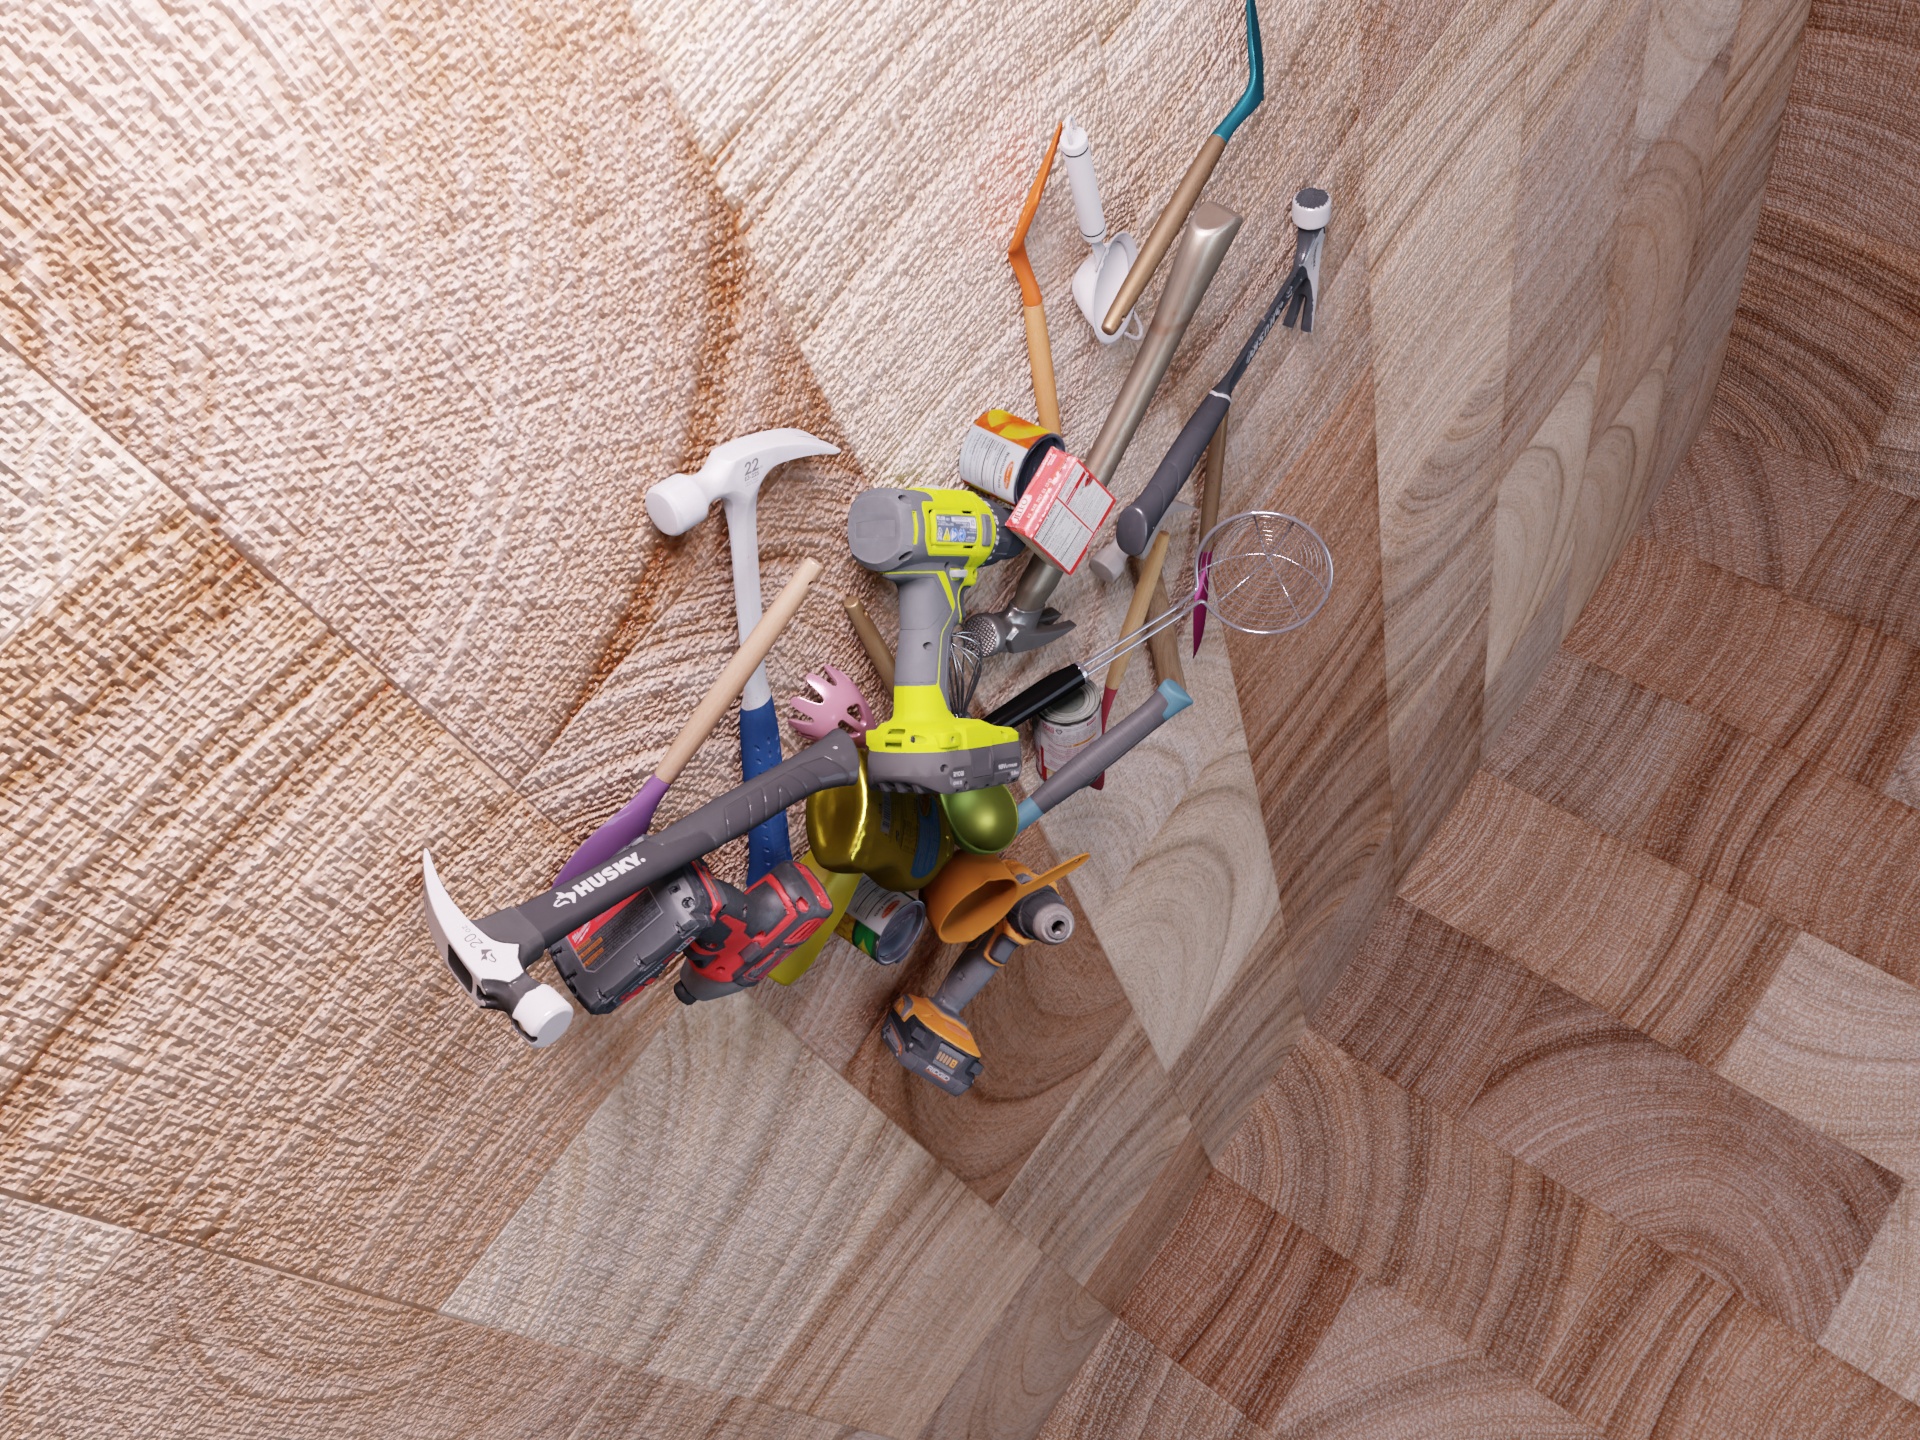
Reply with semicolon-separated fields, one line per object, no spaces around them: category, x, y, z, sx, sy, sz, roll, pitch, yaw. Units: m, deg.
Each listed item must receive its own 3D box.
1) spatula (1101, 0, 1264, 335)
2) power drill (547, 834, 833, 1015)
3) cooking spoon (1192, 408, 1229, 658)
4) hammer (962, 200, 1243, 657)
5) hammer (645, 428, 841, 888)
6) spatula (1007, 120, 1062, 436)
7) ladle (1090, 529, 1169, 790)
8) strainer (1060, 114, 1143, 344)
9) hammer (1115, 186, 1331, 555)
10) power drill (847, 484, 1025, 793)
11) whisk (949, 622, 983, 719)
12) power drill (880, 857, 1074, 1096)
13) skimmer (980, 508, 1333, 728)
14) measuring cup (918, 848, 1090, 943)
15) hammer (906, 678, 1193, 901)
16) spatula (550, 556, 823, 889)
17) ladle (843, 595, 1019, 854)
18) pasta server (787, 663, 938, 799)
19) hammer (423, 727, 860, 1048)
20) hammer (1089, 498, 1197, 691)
spatula;0.179;-0.432;1.239;0.317;0.044;0.082;-60;154;-12
power drill;-0.196;0.157;1.160;0.143;0.079;0.219;-40;158;11
cooking spoon;0.255;-0.198;1.636;0.069;0.017;0.318;-75;168;-50
hammer;0.131;-0.233;1.330;0.146;0.038;0.410;-17;140;-54
hammer;-0.143;-0.026;1.145;0.144;0.035;0.405;-38;145;-35
spatula;0.067;-0.302;1.218;0.322;0.041;0.081;75;27;-56
ladle;0.158;-0.054;1.566;0.031;0.069;0.315;-1;131;-18
strainer;0.099;-0.363;1.185;0.258;0.050;0.087;58;52;-67
hammer;0.243;-0.304;1.451;0.409;0.036;0.149;-57;156;-26
power drill;-0.006;-0.065;1.223;0.190;0.080;0.228;-7;96;-56
whisk;-0.002;-0.004;1.388;0.058;0.059;0.246;-13;146;-3
power drill;0.025;0.248;1.549;0.226;0.084;0.185;-57;-164;-3
skimmer;0.173;-0.071;1.462;0.363;0.090;0.127;-32;112;-11
measuring cup;0.039;0.142;1.473;0.173;0.052;0.095;-22;146;-28
hammer;0.083;0.071;1.506;0.331;0.033;0.128;-38;150;1
spatula;-0.189;0.019;1.078;0.316;0.018;0.059;-53;152;11
ladle;-0.023;0.006;1.316;0.319;0.062;0.078;63;36;-47
pasta server;-0.060;0.028;1.345;0.060;0.040;0.316;-57;156;-5
hammer;-0.191;0.080;1.041;0.335;0.146;0.035;-31;148;-42
hammer;0.204;-0.114;1.636;0.130;0.031;0.331;-51;151;-16
